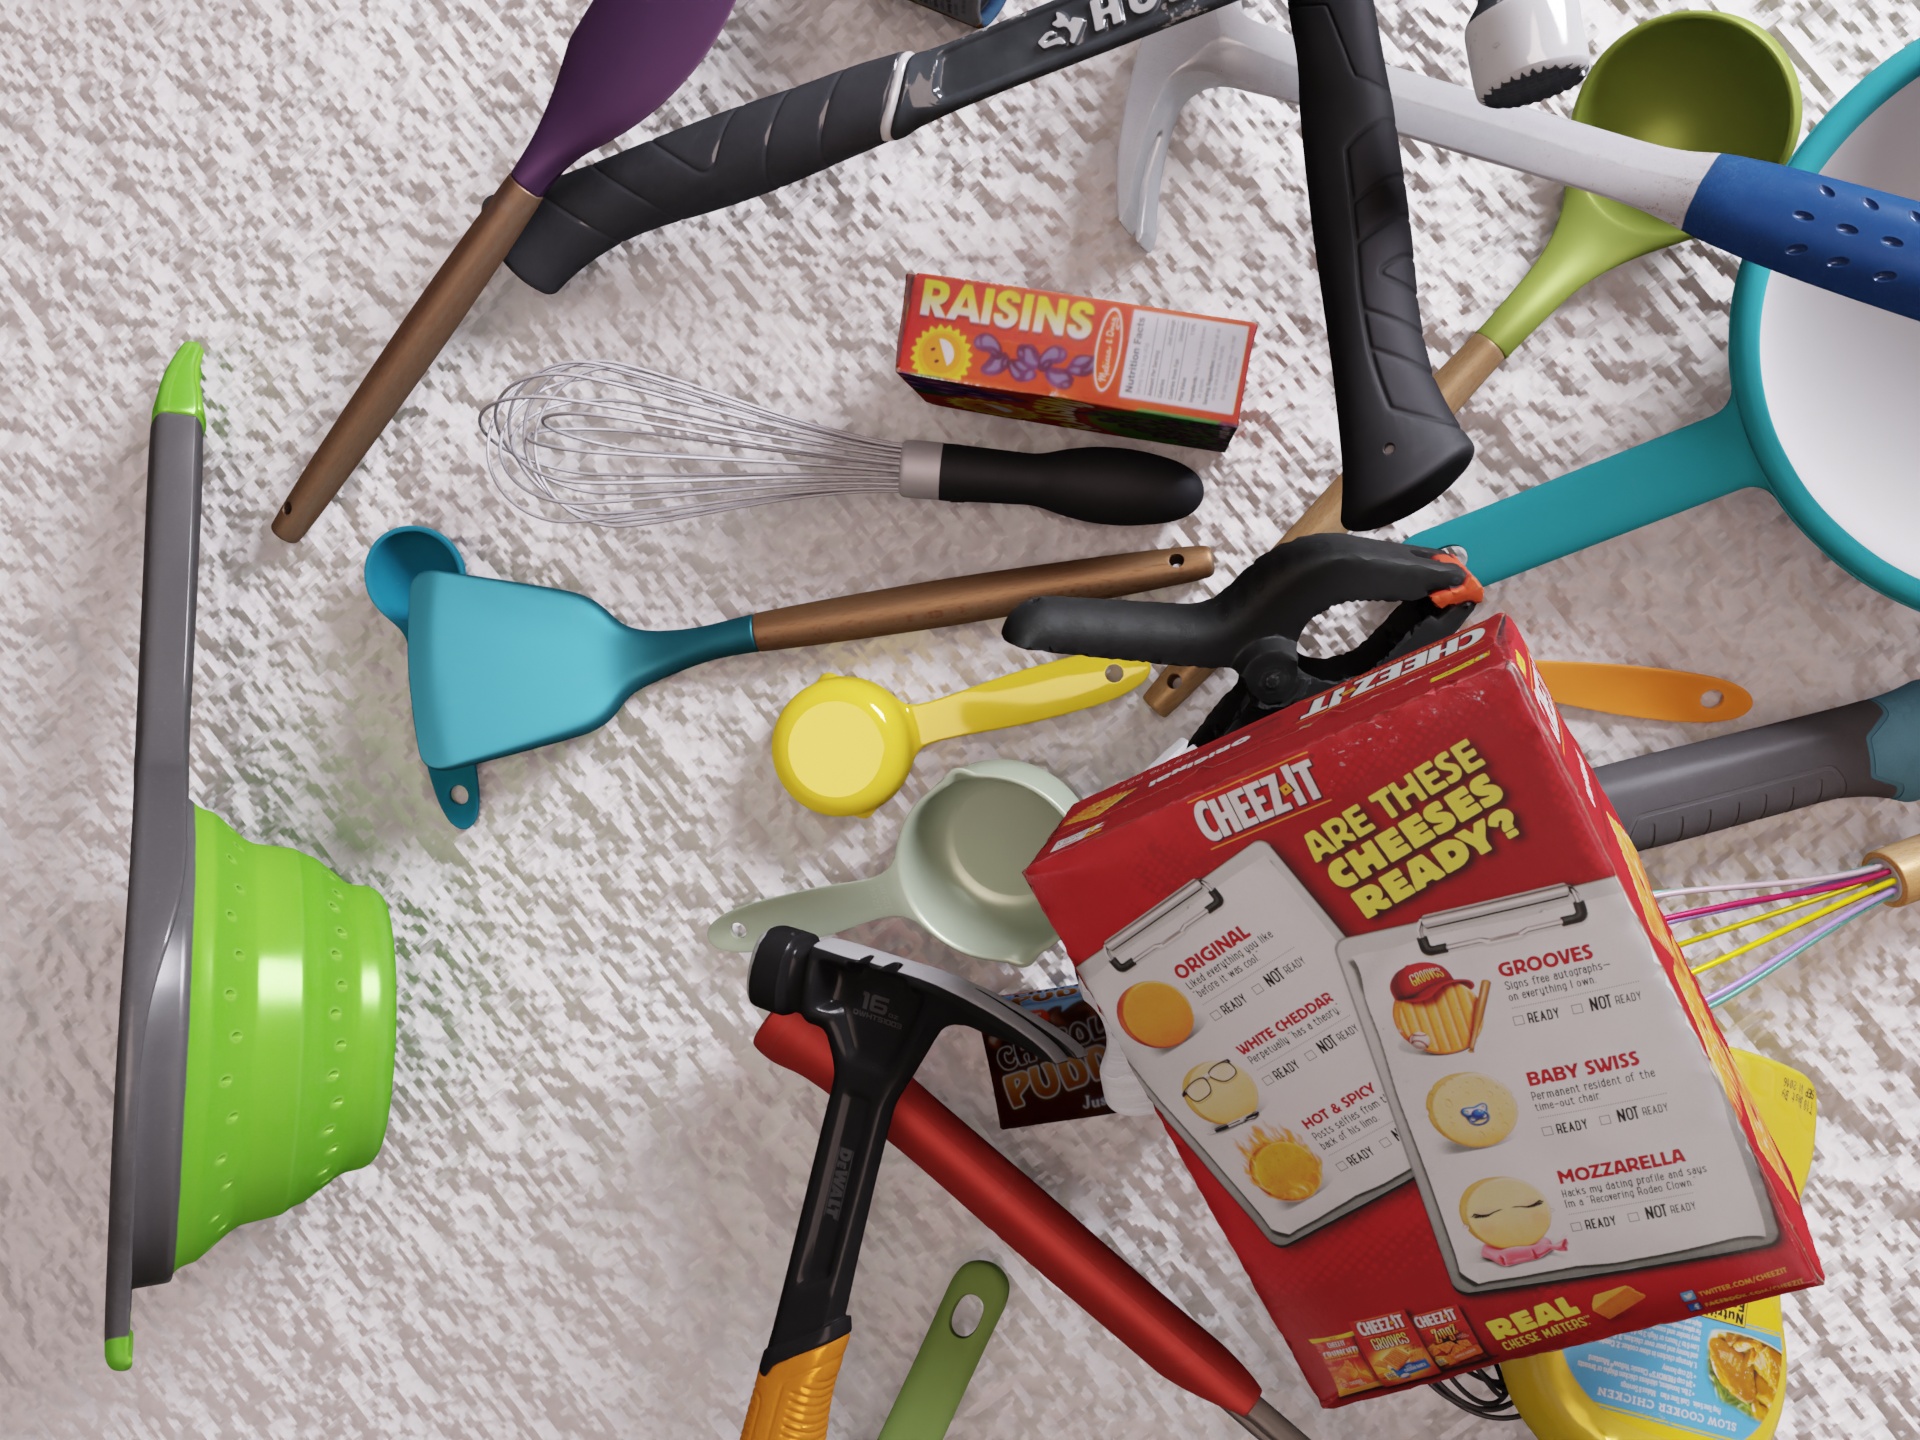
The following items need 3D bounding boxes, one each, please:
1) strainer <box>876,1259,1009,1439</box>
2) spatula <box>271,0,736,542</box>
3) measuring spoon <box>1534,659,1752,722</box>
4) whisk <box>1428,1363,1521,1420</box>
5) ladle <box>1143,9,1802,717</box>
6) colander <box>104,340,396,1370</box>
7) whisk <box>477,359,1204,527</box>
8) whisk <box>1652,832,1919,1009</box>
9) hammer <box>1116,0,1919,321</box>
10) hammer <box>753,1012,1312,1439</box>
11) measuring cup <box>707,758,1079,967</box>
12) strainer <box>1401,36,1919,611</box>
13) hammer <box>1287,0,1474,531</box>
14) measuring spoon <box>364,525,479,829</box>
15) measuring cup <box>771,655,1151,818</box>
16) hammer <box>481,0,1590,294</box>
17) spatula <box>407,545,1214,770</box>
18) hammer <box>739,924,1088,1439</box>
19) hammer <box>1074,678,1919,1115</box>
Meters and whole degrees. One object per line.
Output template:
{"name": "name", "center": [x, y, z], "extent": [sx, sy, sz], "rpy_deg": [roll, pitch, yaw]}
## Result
{"name": "strainer", "center": [-0.039, 0.338, 0.640], "extent": [0.151, 0.069, 0.256], "rpy_deg": [23, 79, 17]}
{"name": "spatula", "center": [-0.181, -0.186, 0.617], "extent": [0.316, 0.018, 0.060], "rpy_deg": [-46, 69, 19]}
{"name": "measuring spoon", "center": [0.244, -0.015, 0.612], "extent": [0.117, 0.011, 0.021], "rpy_deg": [7, 116, 4]}
{"name": "whisk", "center": [0.149, 0.160, 0.612], "extent": [0.055, 0.055, 0.239], "rpy_deg": [-34, 84, 7]}
{"name": "ladle", "center": [0.178, -0.123, 0.592], "extent": [0.078, 0.062, 0.320], "rpy_deg": [45, 100, 17]}
{"name": "colander", "center": [-0.278, 0.040, 0.633], "extent": [0.094, 0.204, 0.397], "rpy_deg": [3, 75, -27]}
{"name": "whisk", "center": [-0.047, -0.101, 0.623], "extent": [0.284, 0.070, 0.070], "rpy_deg": [5, 93, 1]}
{"name": "whisk", "center": [0.310, 0.063, 0.570], "extent": [0.245, 0.047, 0.051], "rpy_deg": [-18, 57, -9]}
{"name": "hammer", "center": [0.233, -0.173, 0.531], "extent": [0.406, 0.035, 0.144], "rpy_deg": [29, 98, 25]}
{"name": "hammer", "center": [0.068, 0.221, 0.592], "extent": [0.359, 0.149, 0.037], "rpy_deg": [39, 68, 10]}
{"name": "measuring cup", "center": [-0.024, 0.064, 0.637], "extent": [0.167, 0.038, 0.083], "rpy_deg": [-16, 100, 21]}
{"name": "strainer", "center": [0.325, -0.112, 0.568], "extent": [0.340, 0.095, 0.211], "rpy_deg": [-22, 86, 28]}
{"name": "hammer", "center": [0.125, -0.230, 0.549], "extent": [0.146, 0.035, 0.335], "rpy_deg": [-9, 82, 24]}
{"name": "measuring spoon", "center": [-0.217, -0.018, 0.666], "extent": [0.042, 0.021, 0.128], "rpy_deg": [-7, 101, 6]}
{"name": "measuring cup", "center": [-0.001, -0.002, 0.630], "extent": [0.156, 0.029, 0.062], "rpy_deg": [-15, 91, 9]}
{"name": "hammer", "center": [-0.005, -0.233, 0.561], "extent": [0.409, 0.036, 0.149], "rpy_deg": [-11, 91, 25]}
{"name": "spatula", "center": [-0.058, -0.040, 0.629], "extent": [0.317, 0.044, 0.082], "rpy_deg": [-9, 77, 6]}
{"name": "hammer", "center": [-0.054, 0.252, 0.576], "extent": [0.127, 0.034, 0.337], "rpy_deg": [14, 90, 23]}
{"name": "hammer", "center": [0.200, 0.044, 0.582], "extent": [0.331, 0.033, 0.128], "rpy_deg": [-14, 99, -2]}
